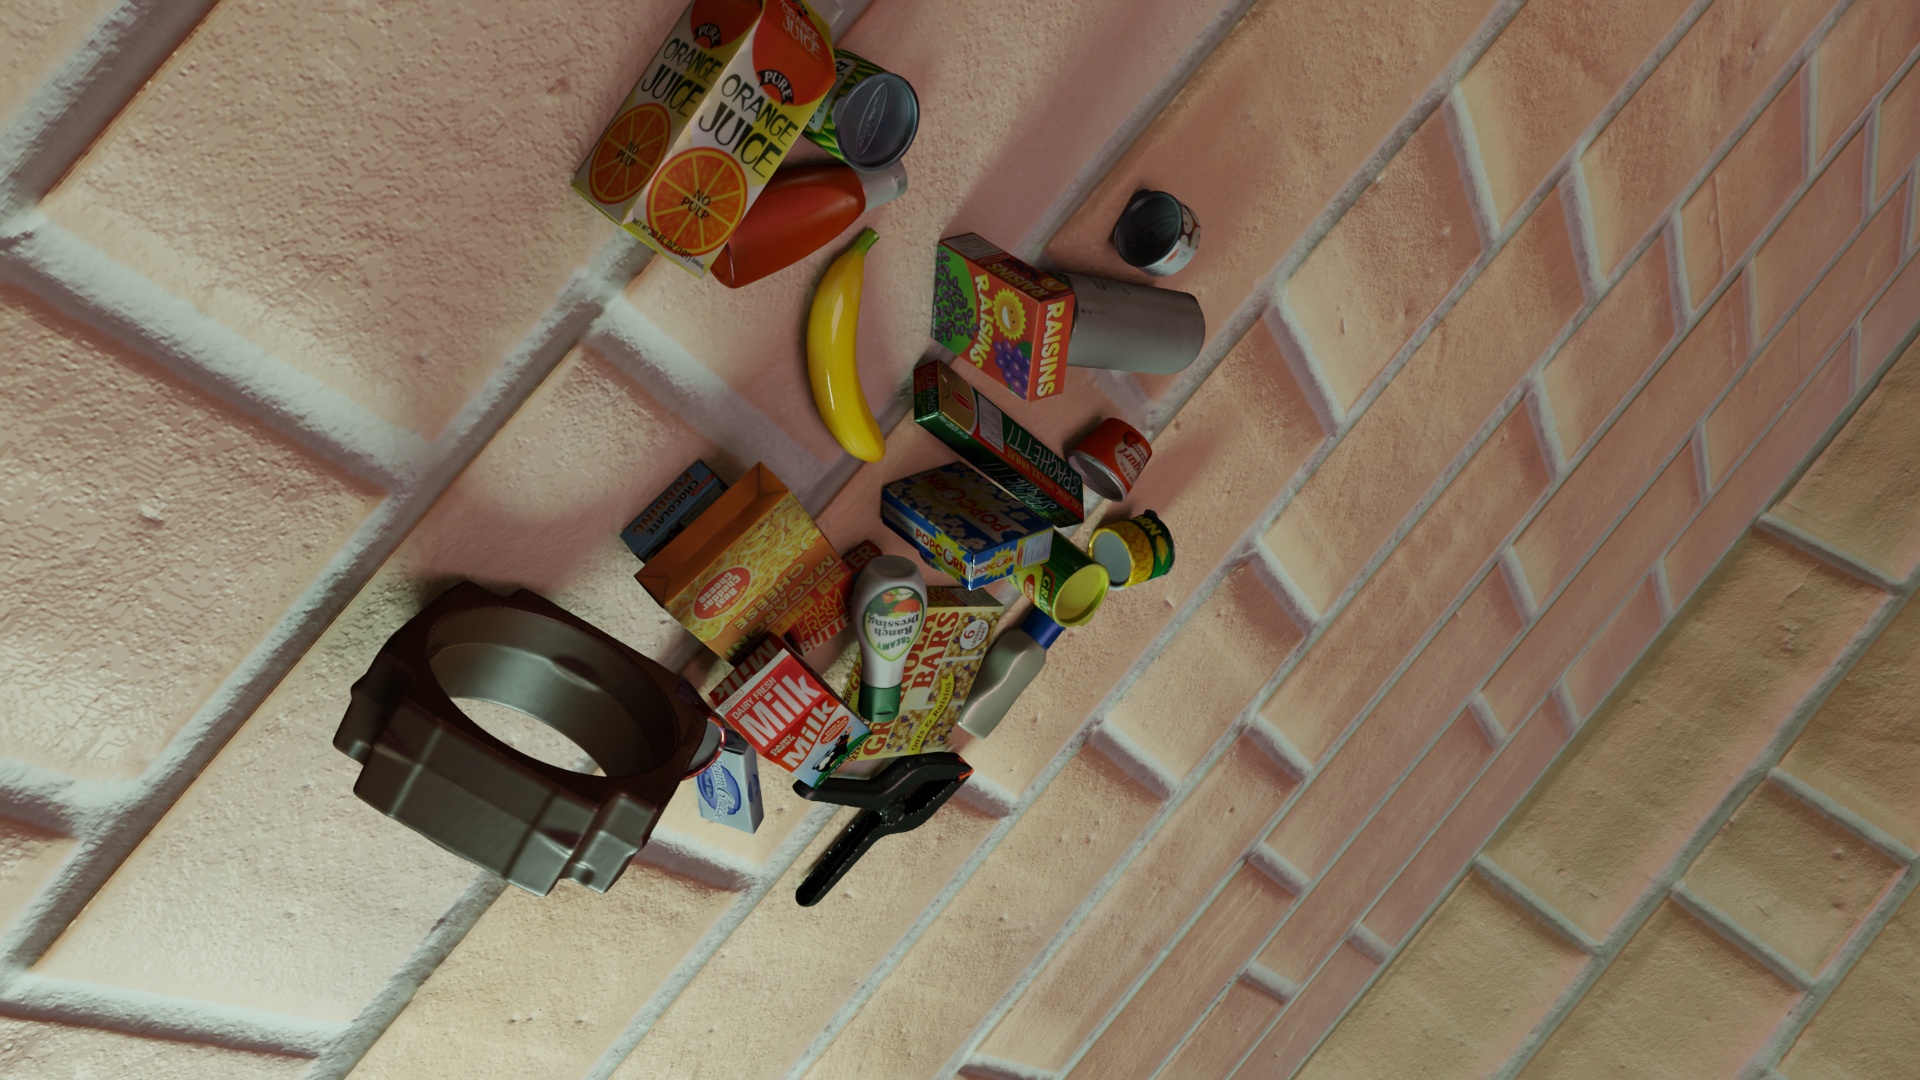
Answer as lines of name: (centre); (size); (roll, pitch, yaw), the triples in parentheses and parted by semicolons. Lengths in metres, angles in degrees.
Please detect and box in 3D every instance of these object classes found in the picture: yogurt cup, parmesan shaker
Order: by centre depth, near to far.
parmesan shaker: (0.078, 0.026, 1.272); (0.071, 0.103, 0.071); (-24, 134, -28)
yogurt cup: (0.140, -0.077, 1.285); (0.054, 0.072, 0.072); (-50, 142, -14)

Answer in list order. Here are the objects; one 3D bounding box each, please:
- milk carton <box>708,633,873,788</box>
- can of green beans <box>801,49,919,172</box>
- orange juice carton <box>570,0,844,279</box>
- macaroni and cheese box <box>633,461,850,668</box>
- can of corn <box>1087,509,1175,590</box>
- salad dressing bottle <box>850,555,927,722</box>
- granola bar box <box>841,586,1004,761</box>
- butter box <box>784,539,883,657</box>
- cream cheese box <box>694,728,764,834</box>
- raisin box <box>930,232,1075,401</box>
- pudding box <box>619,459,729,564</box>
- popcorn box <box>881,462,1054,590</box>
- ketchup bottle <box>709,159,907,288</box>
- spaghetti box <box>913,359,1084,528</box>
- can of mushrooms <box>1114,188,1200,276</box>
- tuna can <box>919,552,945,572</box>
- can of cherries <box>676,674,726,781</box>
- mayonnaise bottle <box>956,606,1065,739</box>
milk carton: (-0.141, 0.137, 1.130); (0.072, 0.073, 0.190); (-43, 158, -7)
can of green beans: (-0.070, -0.286, 0.924); (0.071, 0.058, 0.071); (-25, 135, -28)
orange juice carton: (-0.147, -0.267, 0.854); (0.192, 0.073, 0.071); (-55, 141, 4)
macaroni and cheese box: (-0.161, 0.024, 1.059); (0.124, 0.040, 0.166); (-43, 157, -7)
can of corn: (0.169, 0.009, 1.377); (0.058, 0.071, 0.070); (-16, 130, -35)
salad dressing bottle: (-0.064, 0.086, 1.181); (0.064, 0.044, 0.147); (-4, 120, -20)
granola bar box: (-0.042, 0.121, 1.281); (0.124, 0.039, 0.165); (2, 118, -43)
butter box: (-0.106, 0.049, 1.176); (0.104, 0.024, 0.053); (-35, 137, -19)
cream cheese box: (-0.199, 0.203, 1.181); (0.024, 0.053, 0.103); (-60, 157, -48)
raisin box: (0.031, -0.171, 1.058); (0.040, 0.124, 0.085); (-19, 131, -32)
pudding box: (-0.204, -0.013, 1.029); (0.084, 0.030, 0.049); (-45, 142, -7)
popcorn box: (0.004, -0.014, 1.151); (0.085, 0.127, 0.038); (-19, 129, -33)
ketchup bottle: (-0.105, -0.227, 0.948); (0.149, 0.043, 0.064); (-30, 137, -25)
spaghetti box: (0.038, -0.077, 1.194); (0.028, 0.050, 0.249); (-16, 152, 28)
can of mushrooms: (0.166, -0.259, 1.167); (0.033, 0.071, 0.071); (15, 108, -48)
tuna can: (-0.005, -0.002, 1.200); (0.071, 0.071, 0.032); (-20, 133, -32)
can of cherries: (-0.227, 0.150, 1.111); (0.072, 0.058, 0.071); (-24, 134, -28)
mayonnaise bottle: (0.048, 0.125, 1.371); (0.148, 0.041, 0.064); (-51, 142, -2)
